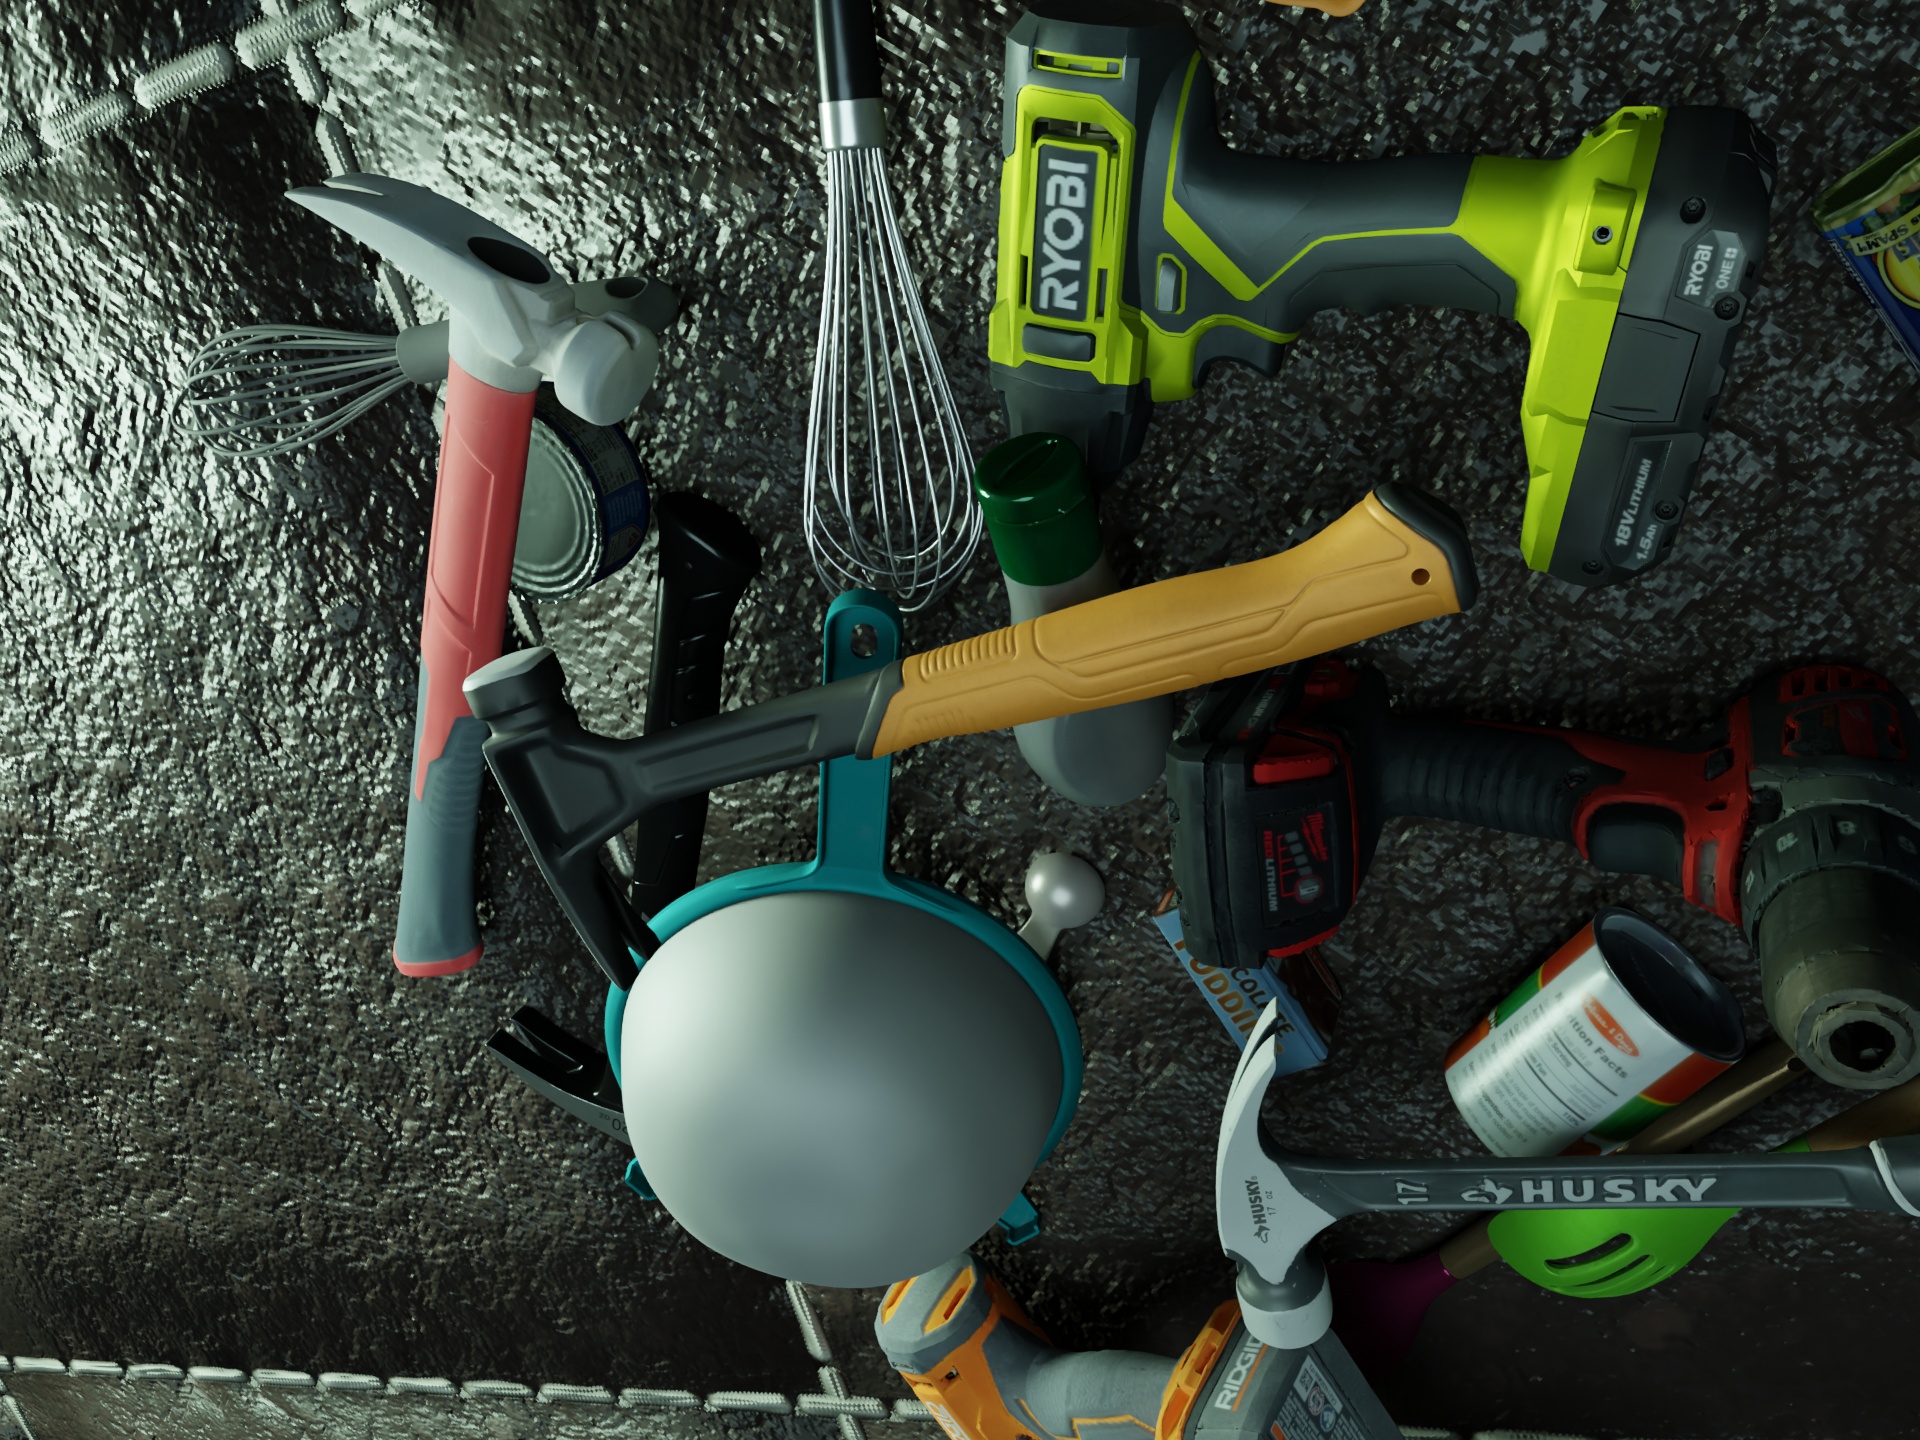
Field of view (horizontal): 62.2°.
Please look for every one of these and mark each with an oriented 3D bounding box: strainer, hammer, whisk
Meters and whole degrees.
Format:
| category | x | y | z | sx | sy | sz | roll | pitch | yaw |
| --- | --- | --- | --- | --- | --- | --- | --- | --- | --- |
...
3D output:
| category | x | y | z | sx | sy | sz | roll | pitch | yaw |
| --- | --- | --- | --- | --- | --- | --- | --- | --- | --- |
| strainer | -0.050 | 0.116 | 0.630 | 0.211 | 0.095 | 0.340 | 7 | 124 | 2 |
| hammer | -0.222 | -0.029 | 0.665 | 0.143 | 0.038 | 0.386 | 32 | 131 | 11 |
| hammer | -0.001 | -0.002 | 0.523 | 0.337 | 0.034 | 0.127 | -15 | 107 | 20 |
| hammer | -0.136 | 0.057 | 0.710 | 0.146 | 0.035 | 0.334 | 18 | 119 | 12 |
| whisk | -0.220 | -0.146 | 0.640 | 0.239 | 0.055 | 0.055 | -6 | 112 | 20 |
| whisk | -0.035 | -0.172 | 0.551 | 0.070 | 0.070 | 0.284 | 2 | 110 | 20 |
| hammer | 0.286 | 0.146 | 0.522 | 0.409 | 0.036 | 0.149 | -7 | 120 | 17 |

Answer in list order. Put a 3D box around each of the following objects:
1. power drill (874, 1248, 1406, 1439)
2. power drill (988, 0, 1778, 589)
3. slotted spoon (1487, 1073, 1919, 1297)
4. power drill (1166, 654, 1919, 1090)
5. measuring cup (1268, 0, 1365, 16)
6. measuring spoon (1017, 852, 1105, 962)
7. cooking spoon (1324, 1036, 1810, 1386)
| category | x | y | z | sx | sy | sz | roll | pitch | yaw |
| --- | --- | --- | --- | --- | --- | --- | --- | --- | --- |
| power drill | 0.081 | 0.316 | 0.697 | 0.226 | 0.084 | 0.164 | -11 | 119 | 47 |
| power drill | 0.118 | -0.124 | 0.502 | 0.223 | 0.080 | 0.171 | 15 | 126 | 18 |
| slotted spoon | 0.317 | 0.137 | 0.545 | 0.070 | 0.031 | 0.313 | 33 | 127 | -22 |
| power drill | 0.182 | 0.038 | 0.493 | 0.227 | 0.188 | 0.080 | 2 | 115 | 25 |
| measuring cup | 0.068 | -0.250 | 0.475 | 0.173 | 0.052 | 0.095 | -6 | 112 | 25 |
| measuring spoon | 0.025 | 0.107 | 0.682 | 0.034 | 0.018 | 0.124 | 29 | 122 | 6 |
| cooking spoon | 0.221 | 0.212 | 0.656 | 0.069 | 0.017 | 0.318 | 40 | 122 | -3 |
